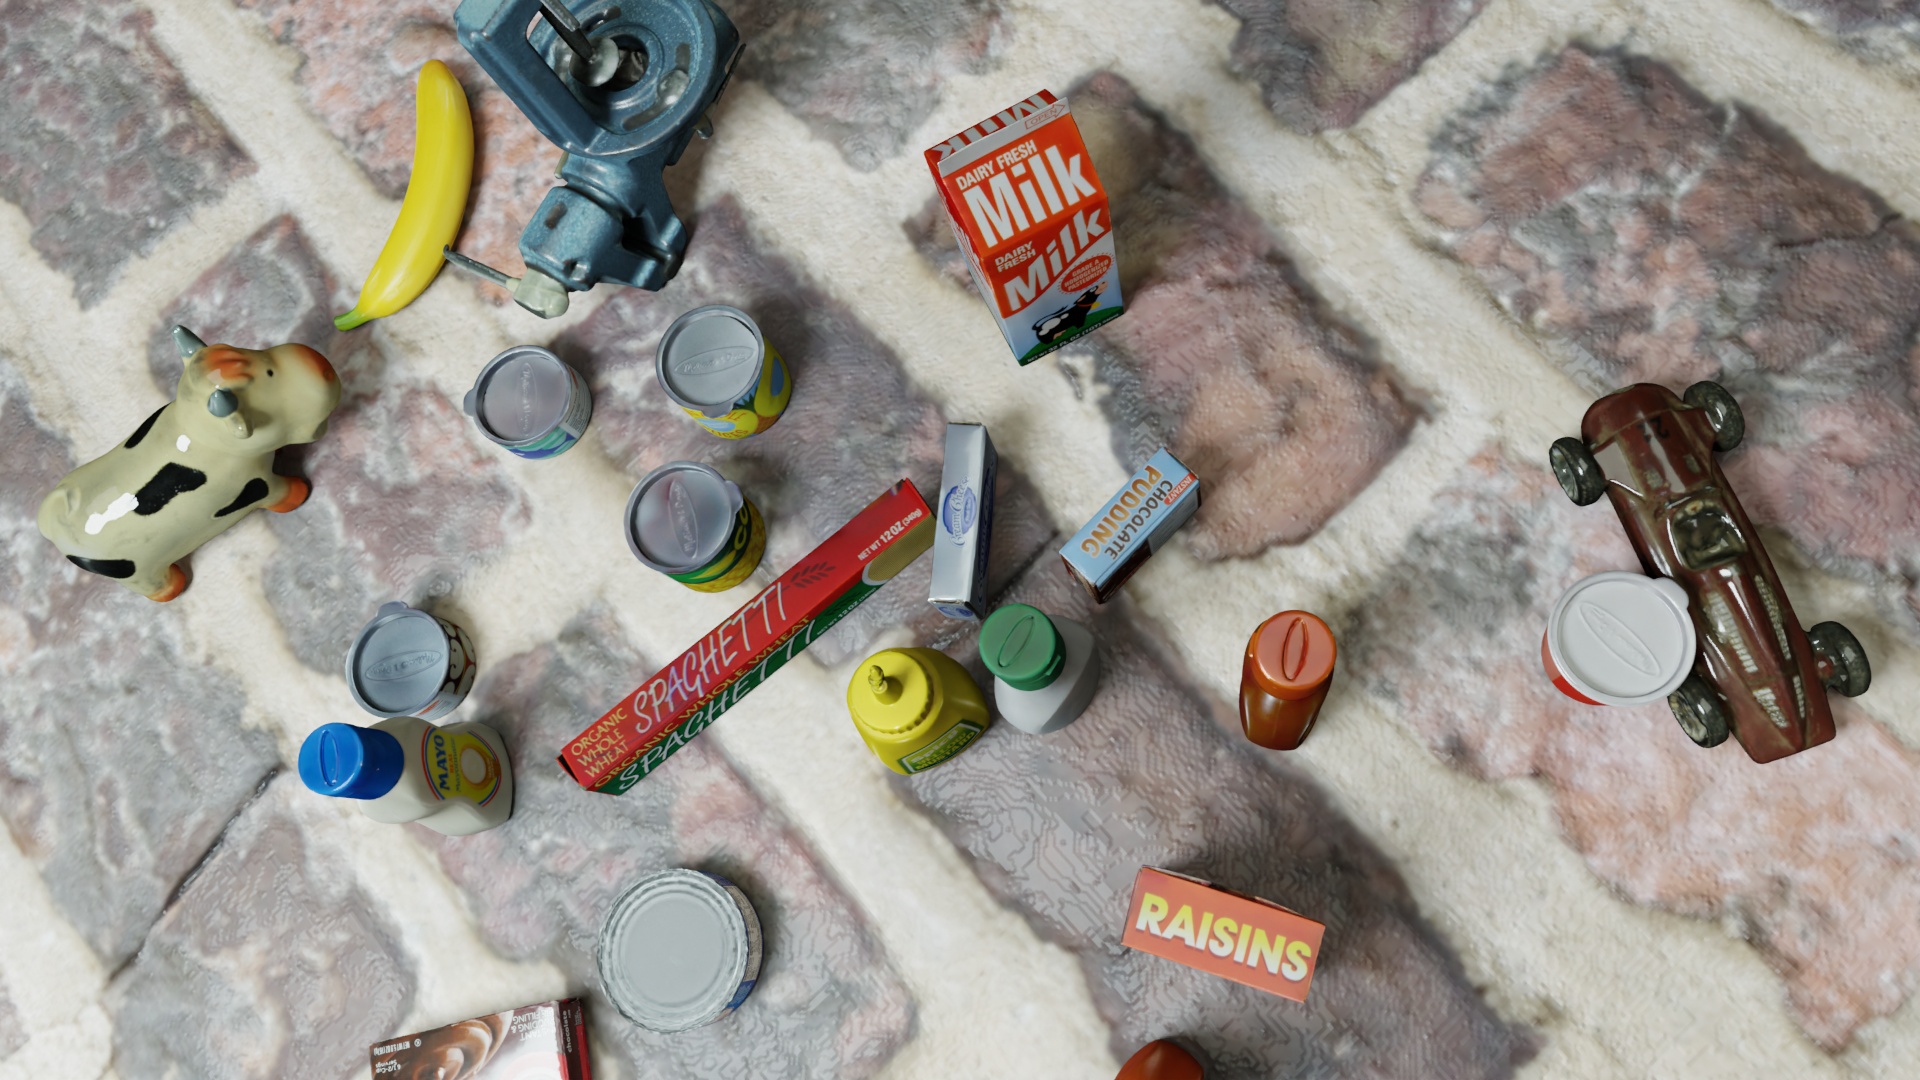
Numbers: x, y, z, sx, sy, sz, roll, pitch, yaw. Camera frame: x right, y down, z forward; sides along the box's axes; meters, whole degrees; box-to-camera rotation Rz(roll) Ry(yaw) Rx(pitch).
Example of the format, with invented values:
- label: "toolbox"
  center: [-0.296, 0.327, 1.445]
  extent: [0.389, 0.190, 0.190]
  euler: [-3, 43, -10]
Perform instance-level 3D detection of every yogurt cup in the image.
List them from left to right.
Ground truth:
- label: "yogurt cup"
  center: [0.328, 0.053, 0.704]
  extent: [0.072, 0.054, 0.072]
  euler: [-3, 75, 10]

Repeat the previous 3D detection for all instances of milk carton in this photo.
- label: "milk carton"
  center: [0.036, -0.171, 0.745]
  extent: [0.072, 0.190, 0.073]
  euler: [-28, 73, 3]

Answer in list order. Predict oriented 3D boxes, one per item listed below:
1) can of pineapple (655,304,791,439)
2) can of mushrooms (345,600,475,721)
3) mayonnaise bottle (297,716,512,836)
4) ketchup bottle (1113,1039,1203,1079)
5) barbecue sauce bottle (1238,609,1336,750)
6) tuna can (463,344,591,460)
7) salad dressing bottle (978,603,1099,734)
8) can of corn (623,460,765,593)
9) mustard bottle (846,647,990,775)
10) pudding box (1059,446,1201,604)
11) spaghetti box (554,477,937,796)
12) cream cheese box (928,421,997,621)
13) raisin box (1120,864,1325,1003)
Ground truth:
- label: "can of pineapple"
  center: [-0.140, -0.098, 0.828]
  extent: [0.071, 0.057, 0.071]
  euler: [-3, 75, 10]
- label: "can of mushrooms"
  center: [-0.328, 0.073, 0.831]
  extent: [0.071, 0.033, 0.071]
  euler: [-3, 75, 10]
- label: "mayonnaise bottle"
  center: [-0.296, 0.125, 0.751]
  extent: [0.041, 0.148, 0.065]
  euler: [-15, 74, 7]
- label: "ketchup bottle"
  center: [0.085, 0.270, 0.642]
  extent: [0.043, 0.148, 0.065]
  euler: [30, 83, 16]
- label: "barbecue sauce bottle"
  center: [0.160, 0.065, 0.682]
  extent: [0.044, 0.148, 0.065]
  euler: [11, 78, 13]
- label: "tuna can"
  center: [-0.268, -0.084, 0.862]
  extent: [0.071, 0.032, 0.071]
  euler: [-3, 75, 10]
- label: "salad dressing bottle"
  center: [0.040, 0.063, 0.705]
  extent: [0.044, 0.147, 0.064]
  euler: [31, 83, 16]
- label: "can of corn"
  center: [-0.150, -0.008, 0.806]
  extent: [0.071, 0.058, 0.071]
  euler: [-3, 75, 10]
- label: "mustard bottle"
  center: [-0.026, 0.084, 0.706]
  extent: [0.065, 0.160, 0.049]
  euler: [-33, 73, 1]
- label: "pudding box"
  center: [0.095, -0.007, 0.765]
  extent: [0.084, 0.049, 0.030]
  euler: [-46, 73, -3]
- label: "spaghetti box"
  center: [-0.116, 0.057, 0.787]
  extent: [0.250, 0.050, 0.029]
  euler: [-39, 72, -1]
- label: "cream cheese box"
  center: [0.003, -0.010, 0.781]
  extent: [0.024, 0.053, 0.104]
  euler: [3, 76, 11]
- label: "raisin box"
  center: [0.126, 0.188, 0.669]
  extent: [0.086, 0.123, 0.040]
  euler: [15, 79, 14]
